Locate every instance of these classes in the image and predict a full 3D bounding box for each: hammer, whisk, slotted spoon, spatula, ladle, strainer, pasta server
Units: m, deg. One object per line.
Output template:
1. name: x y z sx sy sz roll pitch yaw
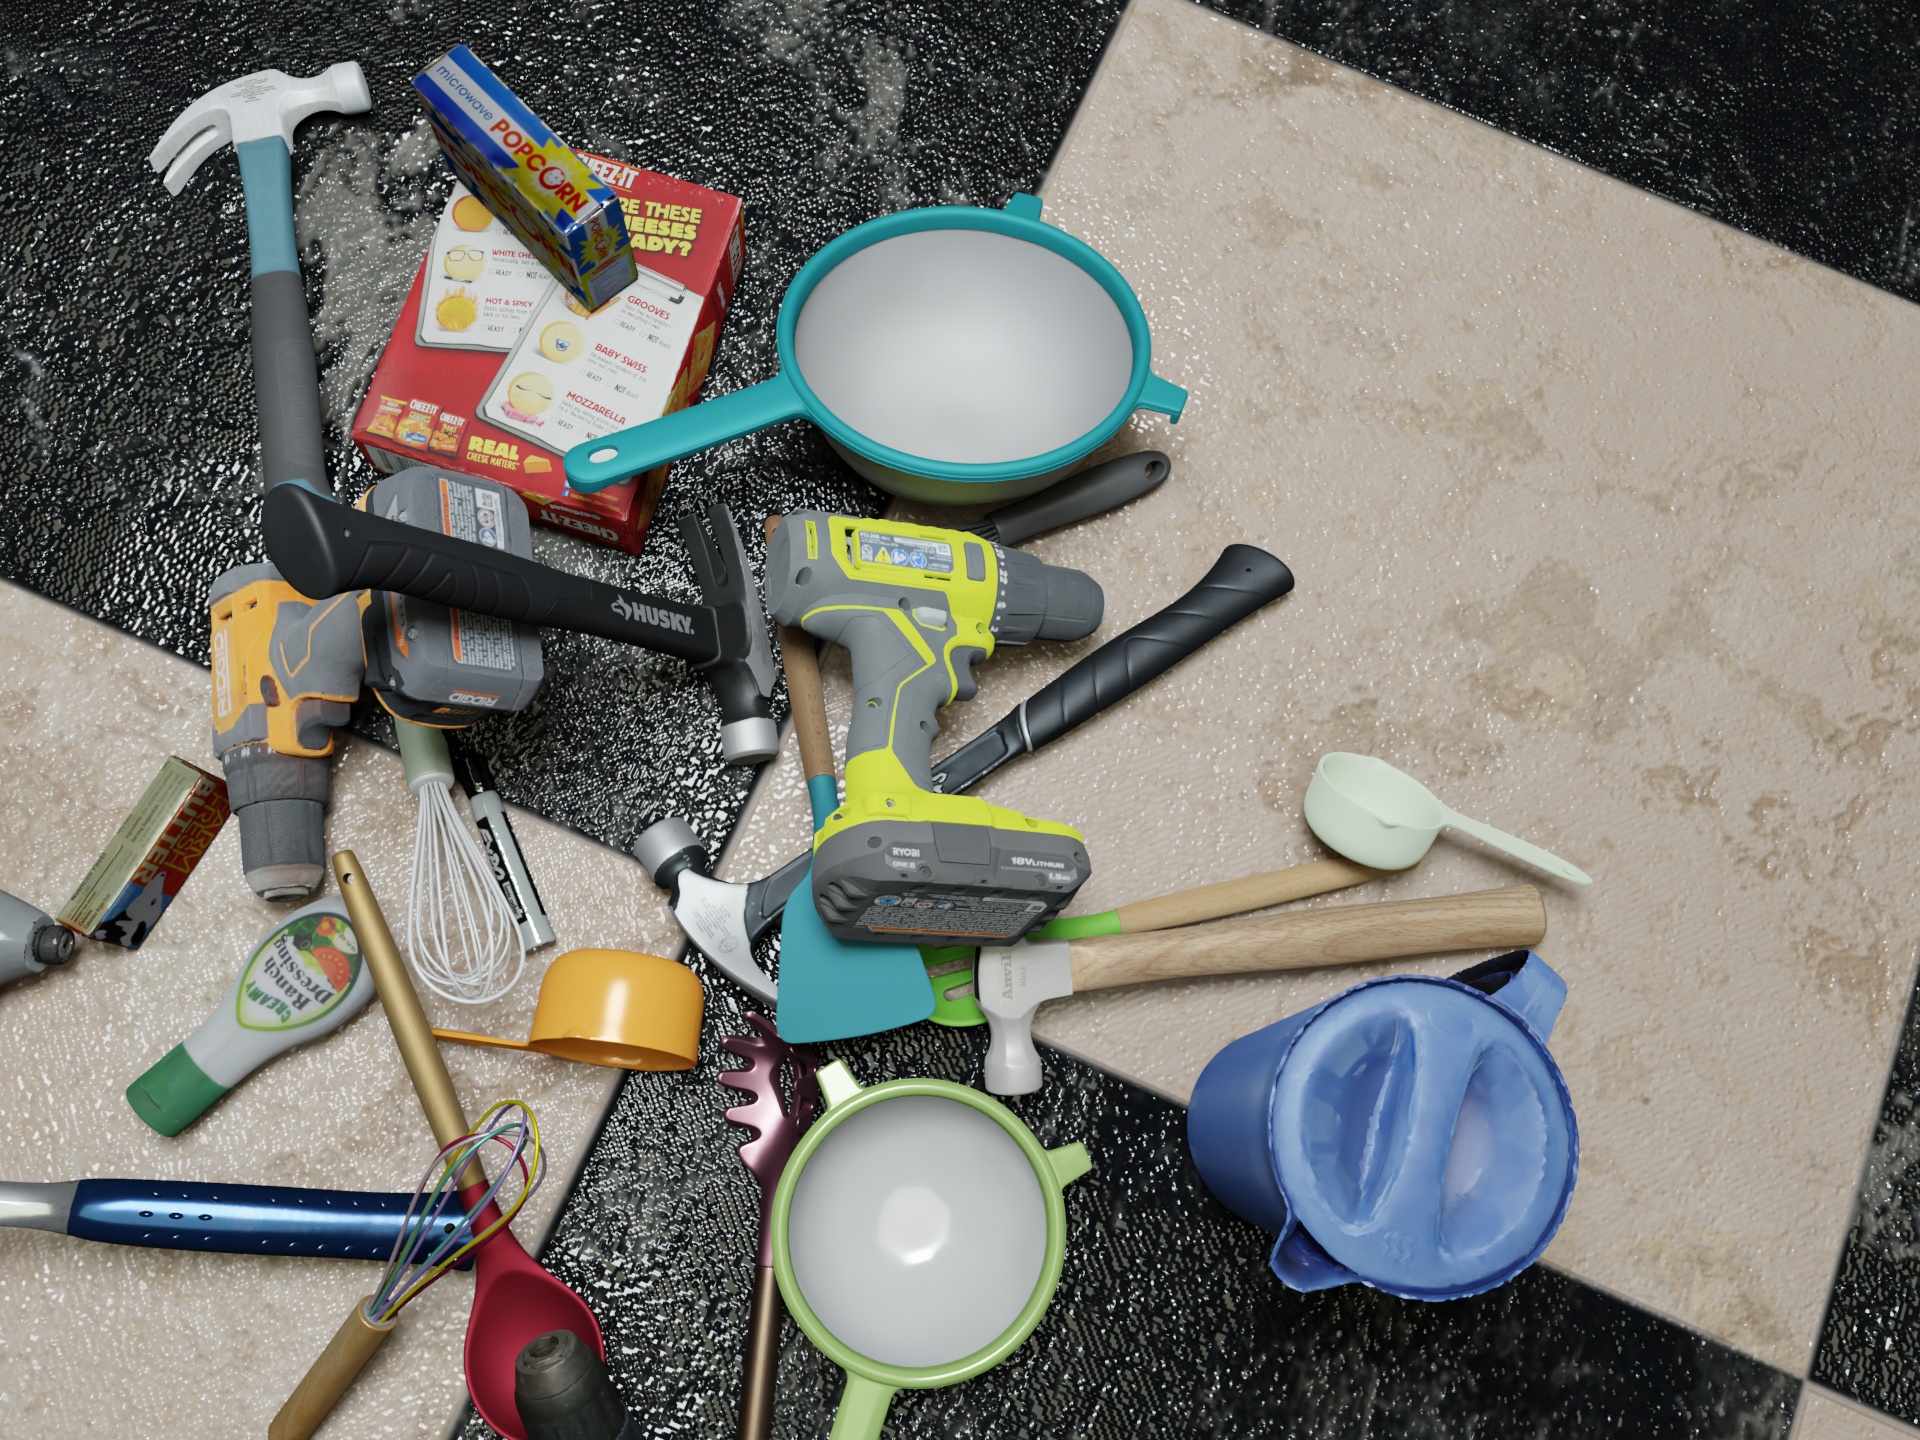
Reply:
1. hammer: -0.443 0.242 0.771 0.405 0.035 0.144 10 67 -18
2. hammer: 0.025 0.017 0.904 0.409 0.036 0.149 -33 65 -13
3. whisk: 0.022 -0.109 0.942 0.239 0.055 0.055 -24 79 -13
4. whisk: -0.285 0.042 0.865 0.059 0.057 0.247 -2 58 -33
5. hammer: -0.397 -0.246 0.929 0.128 0.033 0.331 -13 68 -5
6. slotted spoon: 0.114 0.111 0.903 0.313 0.031 0.070 -12 78 -8
7. spatula: -0.081 0.017 0.877 0.082 0.044 0.318 -10 59 -5
8. whisk: -0.274 0.279 0.778 0.047 0.051 0.245 41 106 9
9. ladle: -0.260 0.213 0.811 0.069 0.031 0.315 -22 86 -13
10. hammer: -0.197 -0.064 0.782 0.035 0.334 0.146 -15 77 25
11. strainer: -0.040 0.313 0.822 0.151 0.069 0.256 19 77 -2
12. strainer: -0.057 -0.172 0.911 0.340 0.095 0.211 -22 62 -15
13. pasta server: -0.108 0.314 0.833 0.060 0.040 0.316 -5 75 38
14. hammer: 0.170 0.122 0.884 0.331 0.031 0.130 -5 92 -11

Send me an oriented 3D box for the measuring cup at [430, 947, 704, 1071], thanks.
1. measuring cup: -0.220 0.151 0.853 0.173 0.095 0.052 2 68 16

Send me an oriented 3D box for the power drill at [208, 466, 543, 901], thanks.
1. power drill: -0.316 -0.015 0.828 0.226 0.084 0.185 -20 73 35

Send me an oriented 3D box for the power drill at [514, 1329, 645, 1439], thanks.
1. power drill: -0.244 0.401 0.752 0.226 0.080 0.187 -18 108 -9

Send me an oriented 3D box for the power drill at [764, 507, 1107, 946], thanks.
1. power drill: -0.001 -0.003 0.836 0.190 0.080 0.229 6 59 -21

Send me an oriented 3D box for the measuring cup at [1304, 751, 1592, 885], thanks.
1. measuring cup: 0.273 0.071 0.902 0.167 0.083 0.038 23 116 0

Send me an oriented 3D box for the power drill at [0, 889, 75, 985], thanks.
1. power drill: -0.548 0.190 0.817 0.143 0.078 0.220 4 73 -3
